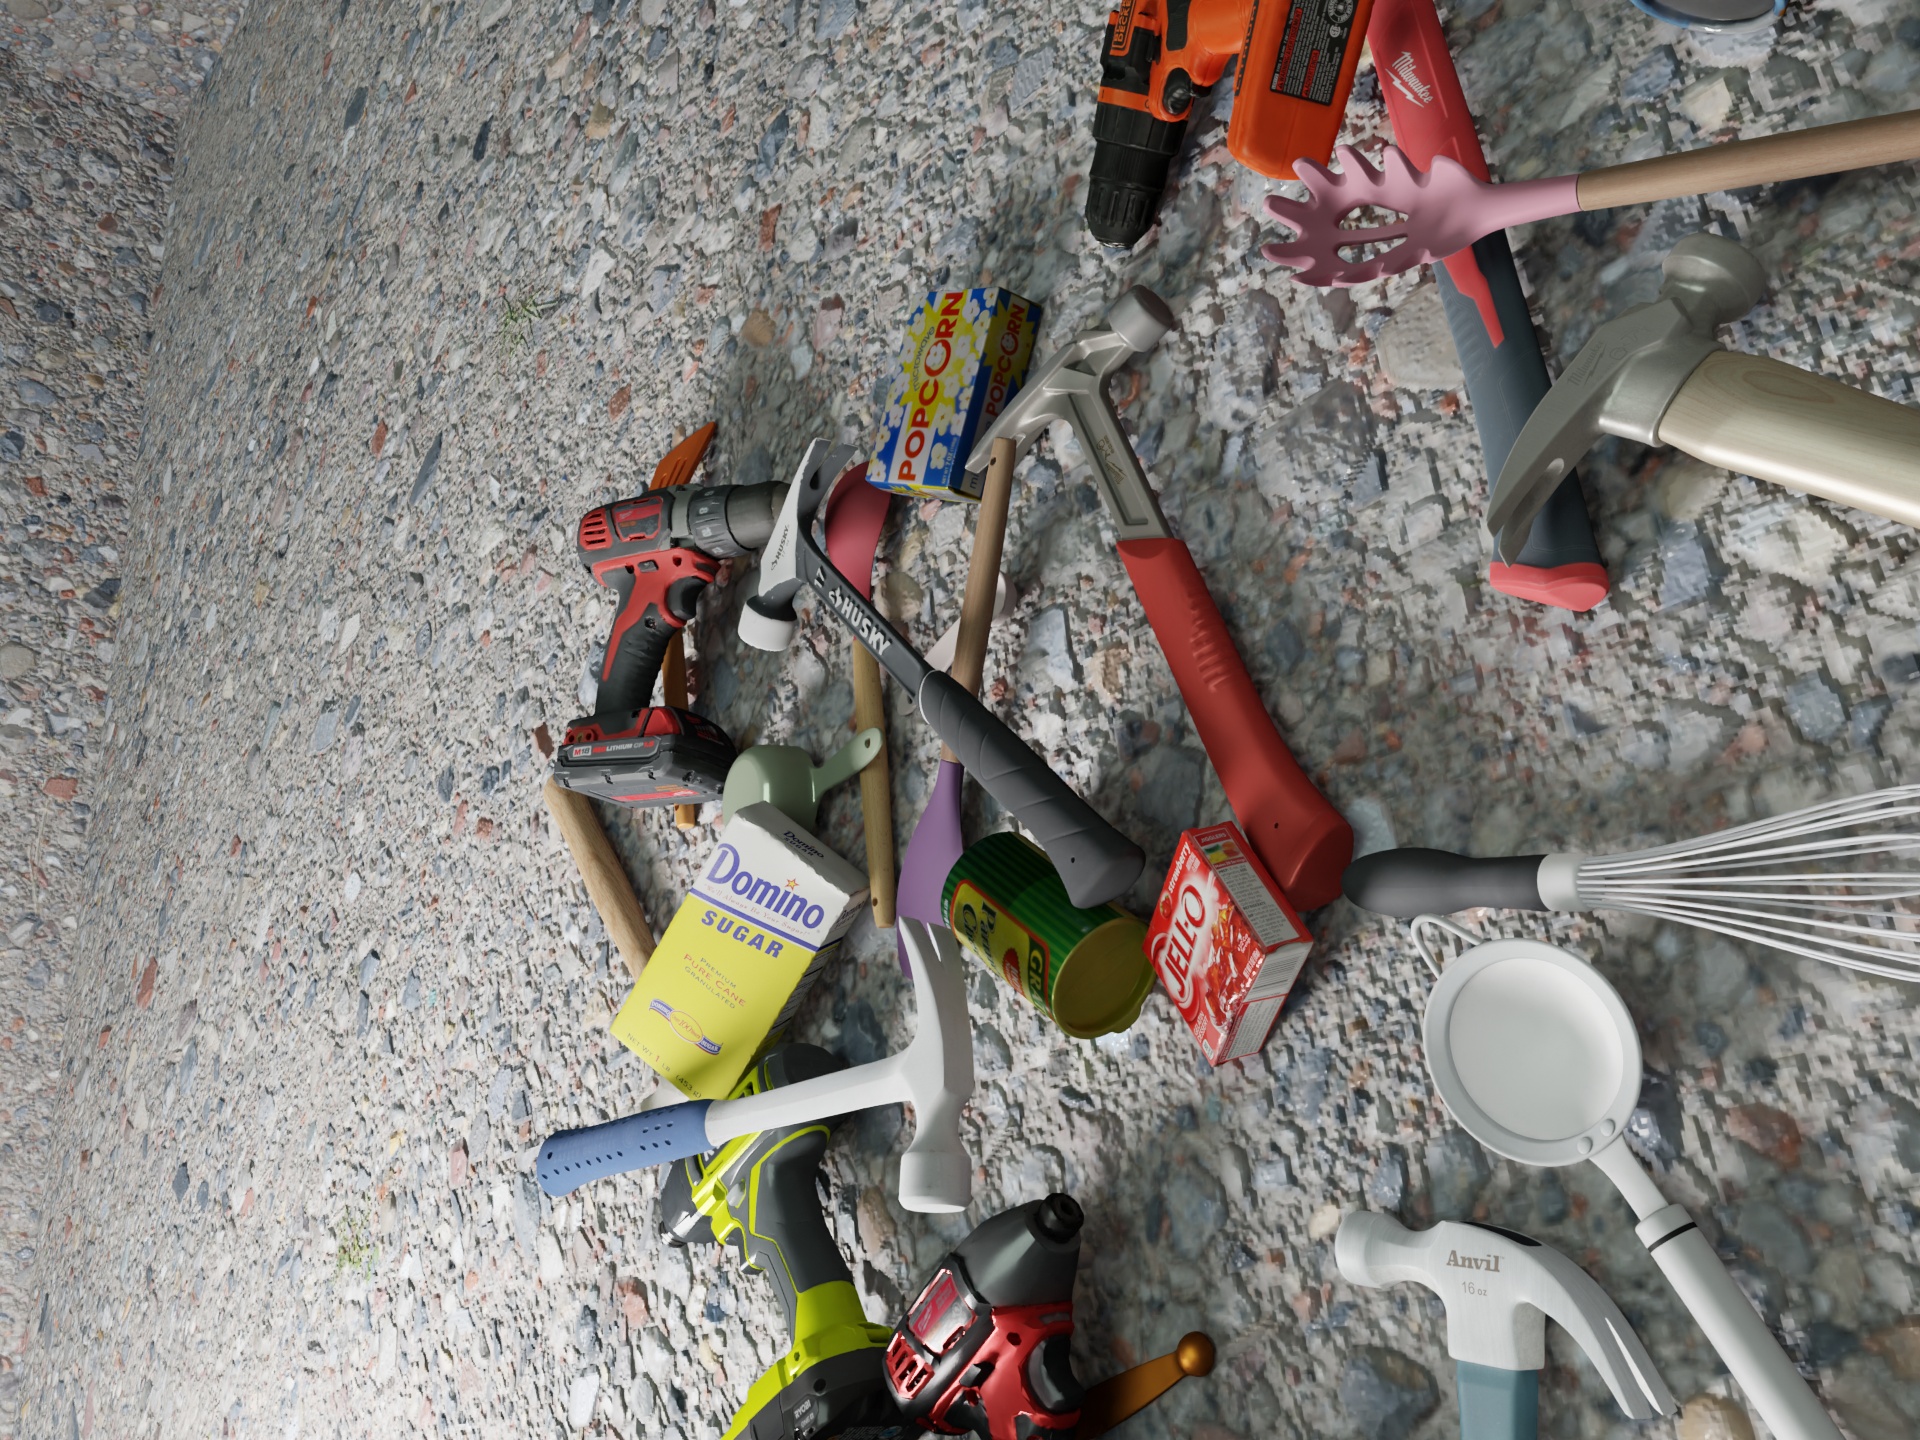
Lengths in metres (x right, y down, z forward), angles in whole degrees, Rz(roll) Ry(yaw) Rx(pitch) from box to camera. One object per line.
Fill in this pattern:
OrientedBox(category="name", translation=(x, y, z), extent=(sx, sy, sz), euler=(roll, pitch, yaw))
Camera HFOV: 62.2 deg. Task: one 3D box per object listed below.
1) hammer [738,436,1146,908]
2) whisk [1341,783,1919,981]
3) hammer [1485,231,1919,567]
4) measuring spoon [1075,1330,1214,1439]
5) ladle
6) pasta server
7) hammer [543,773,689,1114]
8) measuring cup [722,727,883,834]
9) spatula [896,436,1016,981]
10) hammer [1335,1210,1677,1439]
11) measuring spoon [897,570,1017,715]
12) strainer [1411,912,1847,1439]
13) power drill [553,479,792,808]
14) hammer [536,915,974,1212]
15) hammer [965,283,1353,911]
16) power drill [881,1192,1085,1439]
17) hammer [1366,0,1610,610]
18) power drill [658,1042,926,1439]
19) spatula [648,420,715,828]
OrientedBox(category="hammer", translation=(-0.020, -0.027, 0.888), extent=(0.409, 0.036, 0.149), euler=(46, 123, 48))
OrientedBox(category="whisk", translation=(0.255, 0.061, 0.590), extent=(0.285, 0.070, 0.070), euler=(-8, 72, 52))
OrientedBox(category="hammer", translation=(0.360, -0.045, 0.489), extent=(0.146, 0.038, 0.411), euler=(-51, 45, -2))
OrientedBox(category="measuring spoon", translation=(0.075, 0.317, 0.748), extent=(0.117, 0.011, 0.021), euler=(-44, 49, 32))
OrientedBox(category="ladle", translation=(-0.058, -0.025, 0.998), extent=(0.069, 0.031, 0.316), euler=(-28, 60, 47))
OrientedBox(category="pasta server", translation=(0.271, -0.215, 0.627), extent=(0.316, 0.040, 0.060), euler=(2, 90, 38))
OrientedBox(category="hammer", translation=(-0.244, 0.141, 1.155), extent=(0.130, 0.031, 0.332), euler=(-59, 42, 19))
OrientedBox(category="measuring cup", translation=(-0.103, 0.037, 1.000), extent=(0.167, 0.038, 0.083), euler=(-34, 56, 50))
OrientedBox(category="spatula", translation=(-0.001, -0.003, 0.904), extent=(0.060, 0.018, 0.316), euler=(19, 101, 53))
OrientedBox(category="hammer", translation=(0.197, 0.357, 0.580), extent=(0.128, 0.033, 0.331), euler=(-12, 70, 48))
OrientedBox(category="measuring spoon", translation=(-0.001, -0.043, 0.950), extent=(0.124, 0.018, 0.034), euler=(-50, 45, 37))
OrientedBox(category="strainer", translation=(0.249, 0.176, 0.573), extent=(0.087, 0.050, 0.259), euler=(-52, 51, 33))
OrientedBox(category="power drill", translation=(-0.191, -0.061, 1.110), extent=(0.188, 0.080, 0.227), euler=(-6, 72, 29))
OrientedBox(category="hammer", translation=(-0.130, 0.220, 0.901), extent=(0.405, 0.035, 0.144), euler=(-26, 53, 44))
OrientedBox(category="hammer", translation=(0.103, -0.058, 0.814), extent=(0.149, 0.036, 0.359), euler=(-43, 49, 32))
OrientedBox(category="power drill", translation=(0.049, 0.330, 0.716), extent=(0.143, 0.078, 0.220), euler=(-58, 43, 25))
OrientedBox(category="hammer", translation=(0.238, -0.230, 0.711), extent=(0.143, 0.038, 0.387), euler=(-28, 58, 39))
OrientedBox(category="power drill", translation=(-0.107, 0.323, 0.911), extent=(0.171, 0.080, 0.223), euler=(-50, 42, 26))
OrientedBox(category="spatula", translation=(-0.209, -0.075, 1.190), extent=(0.081, 0.041, 0.323), euler=(-25, 64, 42))
